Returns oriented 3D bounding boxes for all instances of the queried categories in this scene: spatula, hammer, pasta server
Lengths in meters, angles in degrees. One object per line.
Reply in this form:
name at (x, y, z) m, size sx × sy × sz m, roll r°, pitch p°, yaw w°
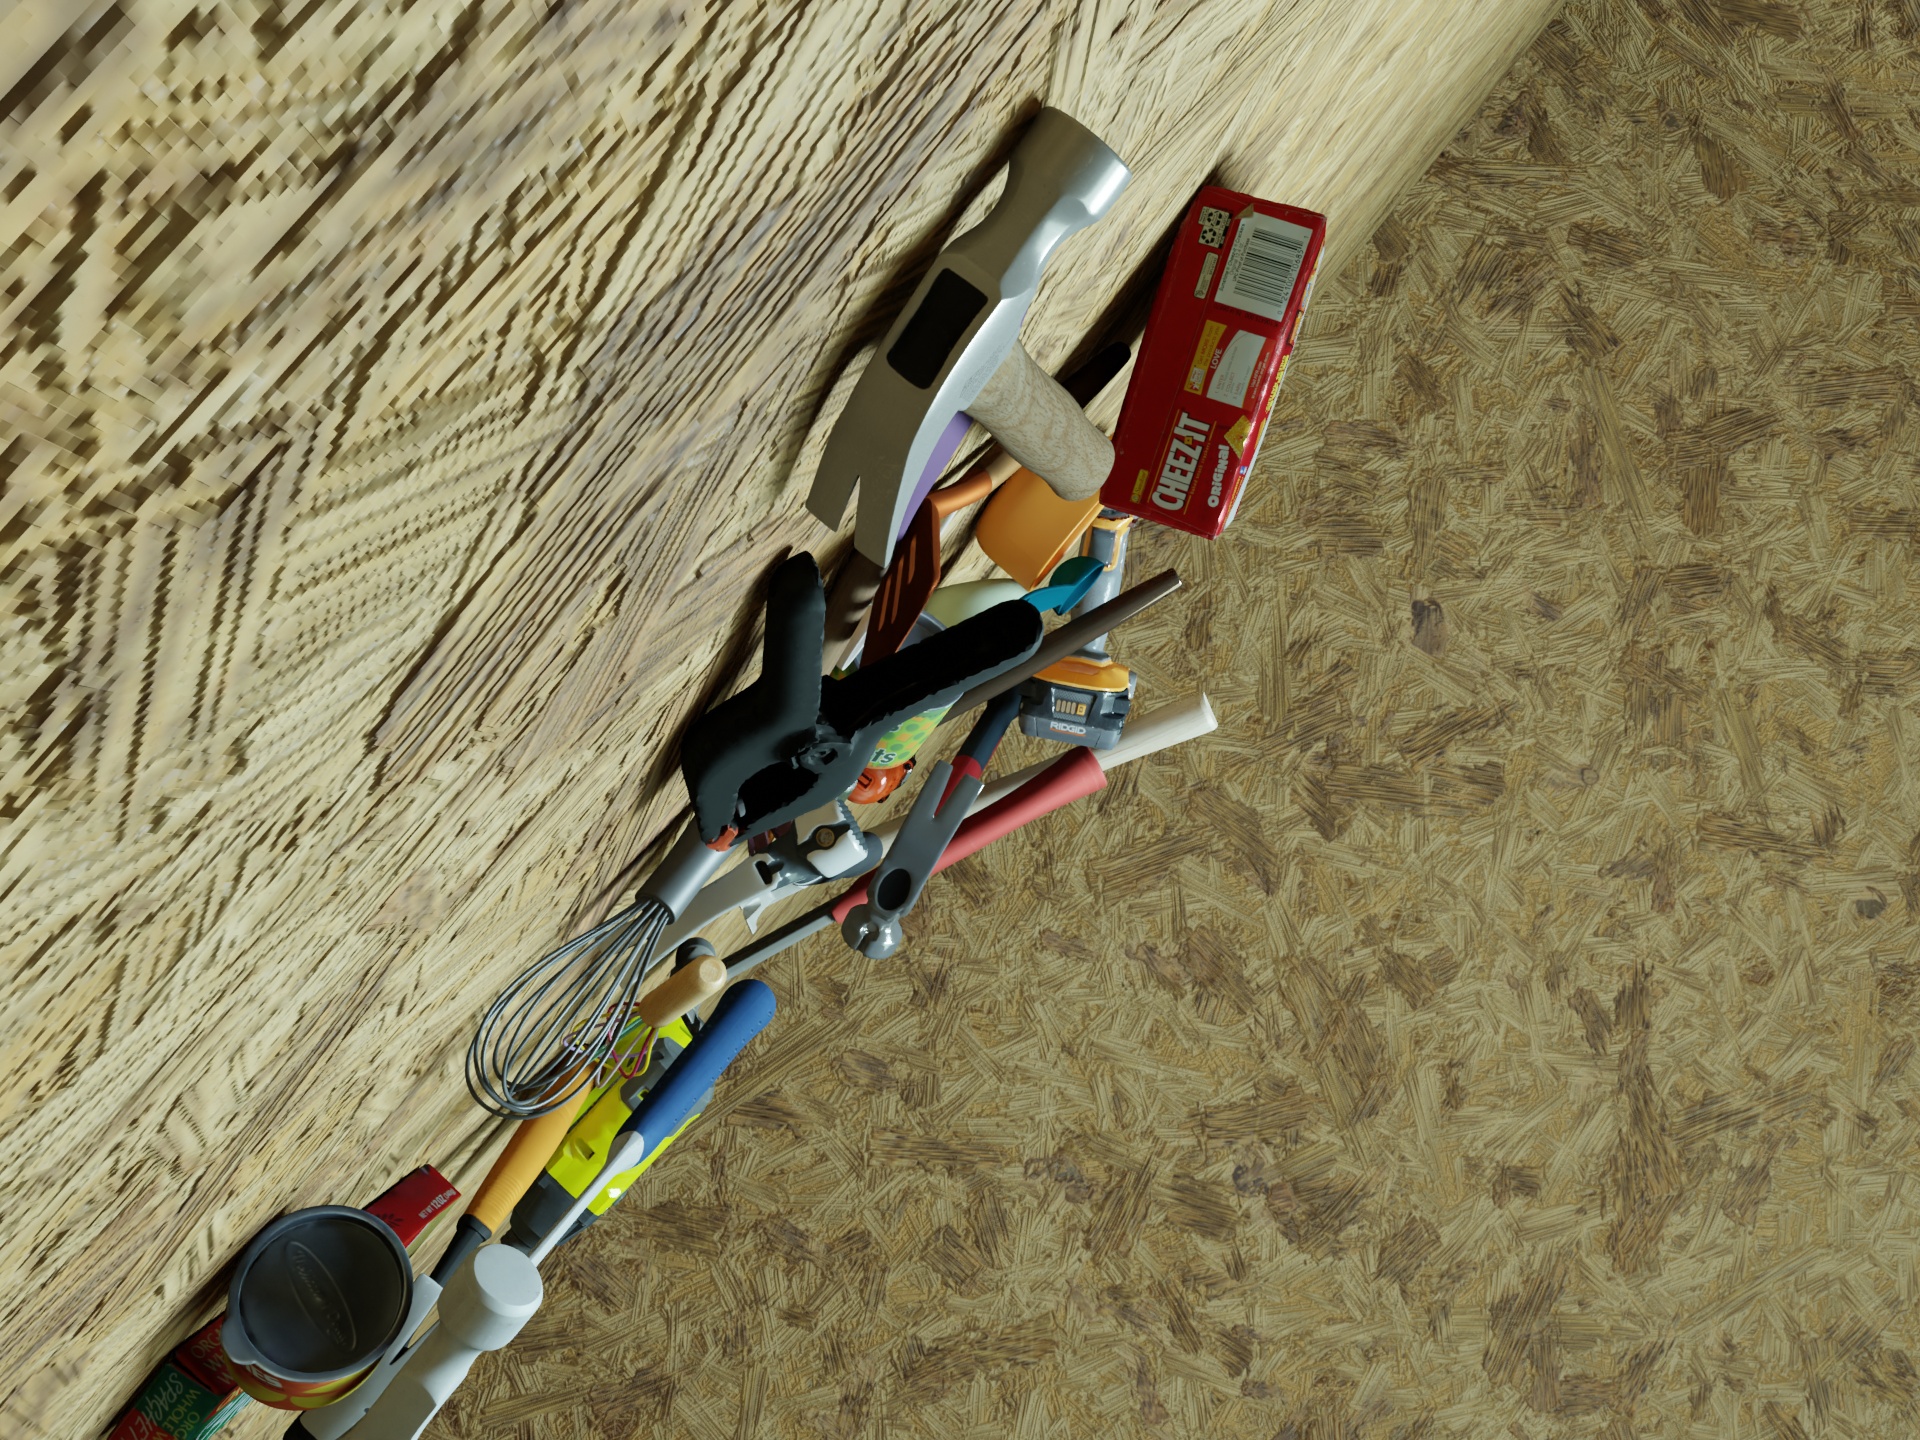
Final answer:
spatula at (0.026, -0.117, 0.759) m, size 0.081 × 0.041 × 0.323 m, roll -54°, pitch 177°, yaw 42°
hammer at (0.010, 0.025, 1.152) m, size 0.143 × 0.038 × 0.386 m, roll -61°, pitch 178°, yaw 25°
hammer at (-0.100, 0.095, 0.975) m, size 0.149 × 0.036 × 0.409 m, roll -29°, pitch 175°, yaw 3°
hammer at (-0.266, 0.273, 0.915) m, size 0.127 × 0.034 × 0.337 m, roll -48°, pitch -173°, yaw 16°
hammer at (-0.177, 0.226, 0.802) m, size 0.144 × 0.035 × 0.405 m, roll -52°, pitch 178°, yaw 16°
hammer at (0.023, -0.110, 0.579) m, size 0.130 × 0.031 × 0.331 m, roll -52°, pitch 173°, yaw 8°
spatula at (-0.040, -0.062, 0.662) m, size 0.060 × 0.018 × 0.315 m, roll -47°, pitch 176°, yaw -40°
hammer at (0.010, 0.071, 1.285) m, size 0.410 × 0.038 × 0.146 m, roll -23°, pitch -174°, yaw 13°
hammer at (-0.052, 0.120, 1.184) m, size 0.359 × 0.036 × 0.149 m, roll -28°, pitch -165°, yaw -5°
pasta server at (-0.002, -0.003, 0.976) m, size 0.316 × 0.040 × 0.060 m, roll -30°, pitch 175°, yaw 8°

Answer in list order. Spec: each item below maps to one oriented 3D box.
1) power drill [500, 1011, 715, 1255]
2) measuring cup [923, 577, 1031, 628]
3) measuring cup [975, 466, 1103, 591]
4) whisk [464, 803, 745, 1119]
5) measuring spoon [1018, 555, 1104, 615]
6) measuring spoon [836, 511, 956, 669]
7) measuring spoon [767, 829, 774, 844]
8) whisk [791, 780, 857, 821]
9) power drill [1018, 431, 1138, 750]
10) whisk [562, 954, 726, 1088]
power drill at (-0.248, 0.287, 1.138) m, size 0.171 × 0.080 × 0.223 m, roll -46°, pitch -175°, yaw -3°
measuring cup at (-0.010, -0.065, 0.936) m, size 0.083 × 0.038 × 0.167 m, roll -10°, pitch 175°, yaw 27°
measuring cup at (0.068, -0.148, 0.967) m, size 0.174 × 0.052 × 0.095 m, roll -51°, pitch 179°, yaw -46°
whisk at (-0.144, 0.086, 0.743) m, size 0.239 × 0.055 × 0.055 m, roll -54°, pitch -179°, yaw -38°
measuring spoon at (0.050, -0.078, 0.927) m, size 0.042 × 0.021 × 0.128 m, roll -51°, pitch 168°, yaw 22°
measuring spoon at (-0.030, -0.075, 0.764) m, size 0.124 × 0.018 × 0.034 m, roll -57°, pitch -179°, yaw -27°
measuring spoon at (-0.130, 0.064, 1.103) m, size 0.021 × 0.011 × 0.117 m, roll -58°, pitch 178°, yaw -23°
whisk at (-0.078, 0.033, 1.076) m, size 0.059 × 0.058 × 0.246 m, roll -3°, pitch 146°, yaw -35°
power drill at (0.098, -0.097, 1.162) m, size 0.185 × 0.084 × 0.226 m, roll -49°, pitch 149°, yaw -79°
whisk at (-0.183, 0.178, 0.945) m, size 0.051 × 0.047 × 0.245 m, roll -24°, pitch 172°, yaw -34°
